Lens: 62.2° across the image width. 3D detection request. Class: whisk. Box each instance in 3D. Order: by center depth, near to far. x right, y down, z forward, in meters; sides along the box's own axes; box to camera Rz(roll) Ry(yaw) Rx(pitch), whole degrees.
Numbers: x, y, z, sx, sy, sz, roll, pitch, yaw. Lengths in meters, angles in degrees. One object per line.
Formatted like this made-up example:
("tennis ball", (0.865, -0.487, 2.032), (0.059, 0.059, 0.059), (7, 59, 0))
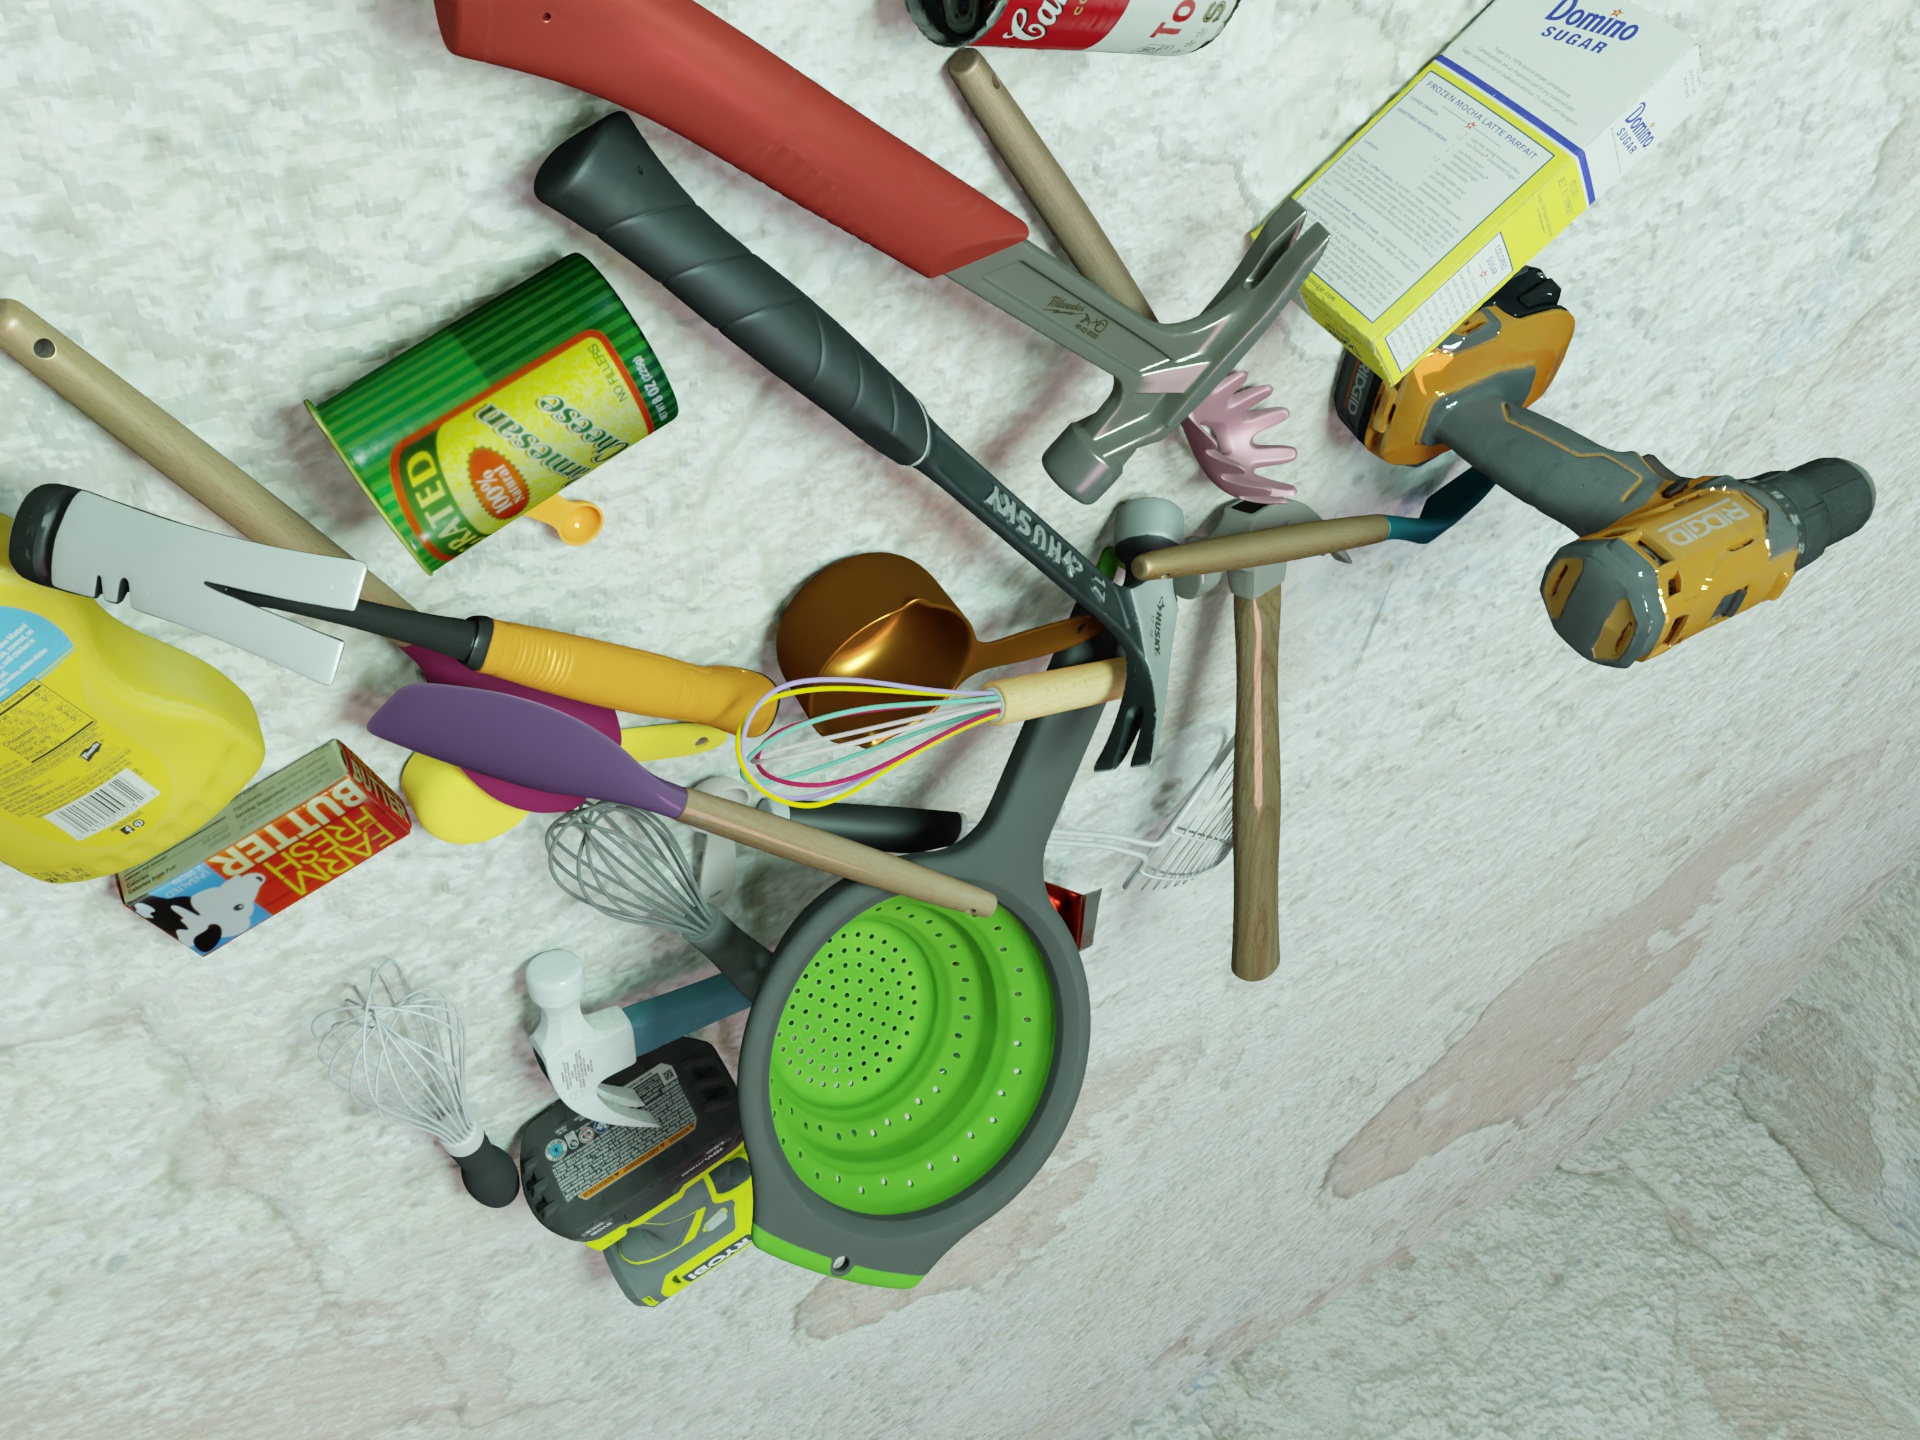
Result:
("whisk", (-0.001, 0.000, 0.747), (0.245, 0.047, 0.051), (-12, 139, -38))
("whisk", (-0.135, 0.107, 0.817), (0.055, 0.055, 0.238), (-36, 139, 0))
("whisk", (-0.274, 0.207, 0.846), (0.070, 0.070, 0.284), (-25, 151, -17))

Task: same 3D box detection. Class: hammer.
("hammer", (-0.013, -0.184, 0.545), (0.358, 0.037, 0.149), (16, 123, -47))
("hammer", (-0.157, -0.024, 0.589), (0.336, 0.127, 0.034), (15, 90, -66))
("hammer", (-0.013, -0.105, 0.651), (0.036, 0.149, 0.408), (-10, 154, 33))
("hammer", (-0.089, 0.140, 0.930), (0.331, 0.033, 0.128), (-18, 127, -30))
("hammer", (0.177, 0.020, 0.944), (0.130, 0.031, 0.331), (-30, 129, -32))

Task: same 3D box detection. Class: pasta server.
("pasta server", (0.081, -0.181, 0.695), (0.040, 0.060, 0.316), (-7, 155, 28))

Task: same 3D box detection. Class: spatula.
("spatula", (-0.101, 0.042, 0.699), (0.315, 0.018, 0.060), (23, 138, -37))
("spatula", (0.200, -0.108, 0.843), (0.317, 0.044, 0.082), (-13, 165, -39))

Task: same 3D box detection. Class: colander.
("colander", (-0.007, 0.090, 0.845), (0.204, 0.094, 0.397), (28, 82, -31))

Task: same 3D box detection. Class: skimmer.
("skimmer", (0.037, 0.048, 0.950), (0.363, 0.090, 0.127), (6, 131, -33))

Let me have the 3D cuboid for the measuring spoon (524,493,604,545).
("measuring spoon", (-0.179, -0.094, 0.593), (0.021, 0.011, 0.116), (-51, 142, 9))

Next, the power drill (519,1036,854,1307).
("power drill", (-0.164, 0.287, 1.022), (0.190, 0.080, 0.228), (-32, 150, -7))

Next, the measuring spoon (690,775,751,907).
("measuring spoon", (-0.130, 0.065, 0.835), (0.034, 0.018, 0.124), (-22, 152, -23))

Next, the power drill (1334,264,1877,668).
("power drill", (0.323, -0.137, 0.797), (0.185, 0.226, 0.084), (-22, 145, -21))

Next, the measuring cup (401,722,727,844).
("measuring cup", (-0.172, 0.024, 0.725), (0.156, 0.029, 0.062), (-8, 138, -34))

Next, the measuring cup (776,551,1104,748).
("measuring cup", (-0.009, -0.046, 0.771), (0.173, 0.052, 0.095), (-15, 141, -33))

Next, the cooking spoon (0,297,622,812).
("cooking spoon", (-0.221, -0.046, 0.590), (0.069, 0.017, 0.318), (-57, 145, -12))
